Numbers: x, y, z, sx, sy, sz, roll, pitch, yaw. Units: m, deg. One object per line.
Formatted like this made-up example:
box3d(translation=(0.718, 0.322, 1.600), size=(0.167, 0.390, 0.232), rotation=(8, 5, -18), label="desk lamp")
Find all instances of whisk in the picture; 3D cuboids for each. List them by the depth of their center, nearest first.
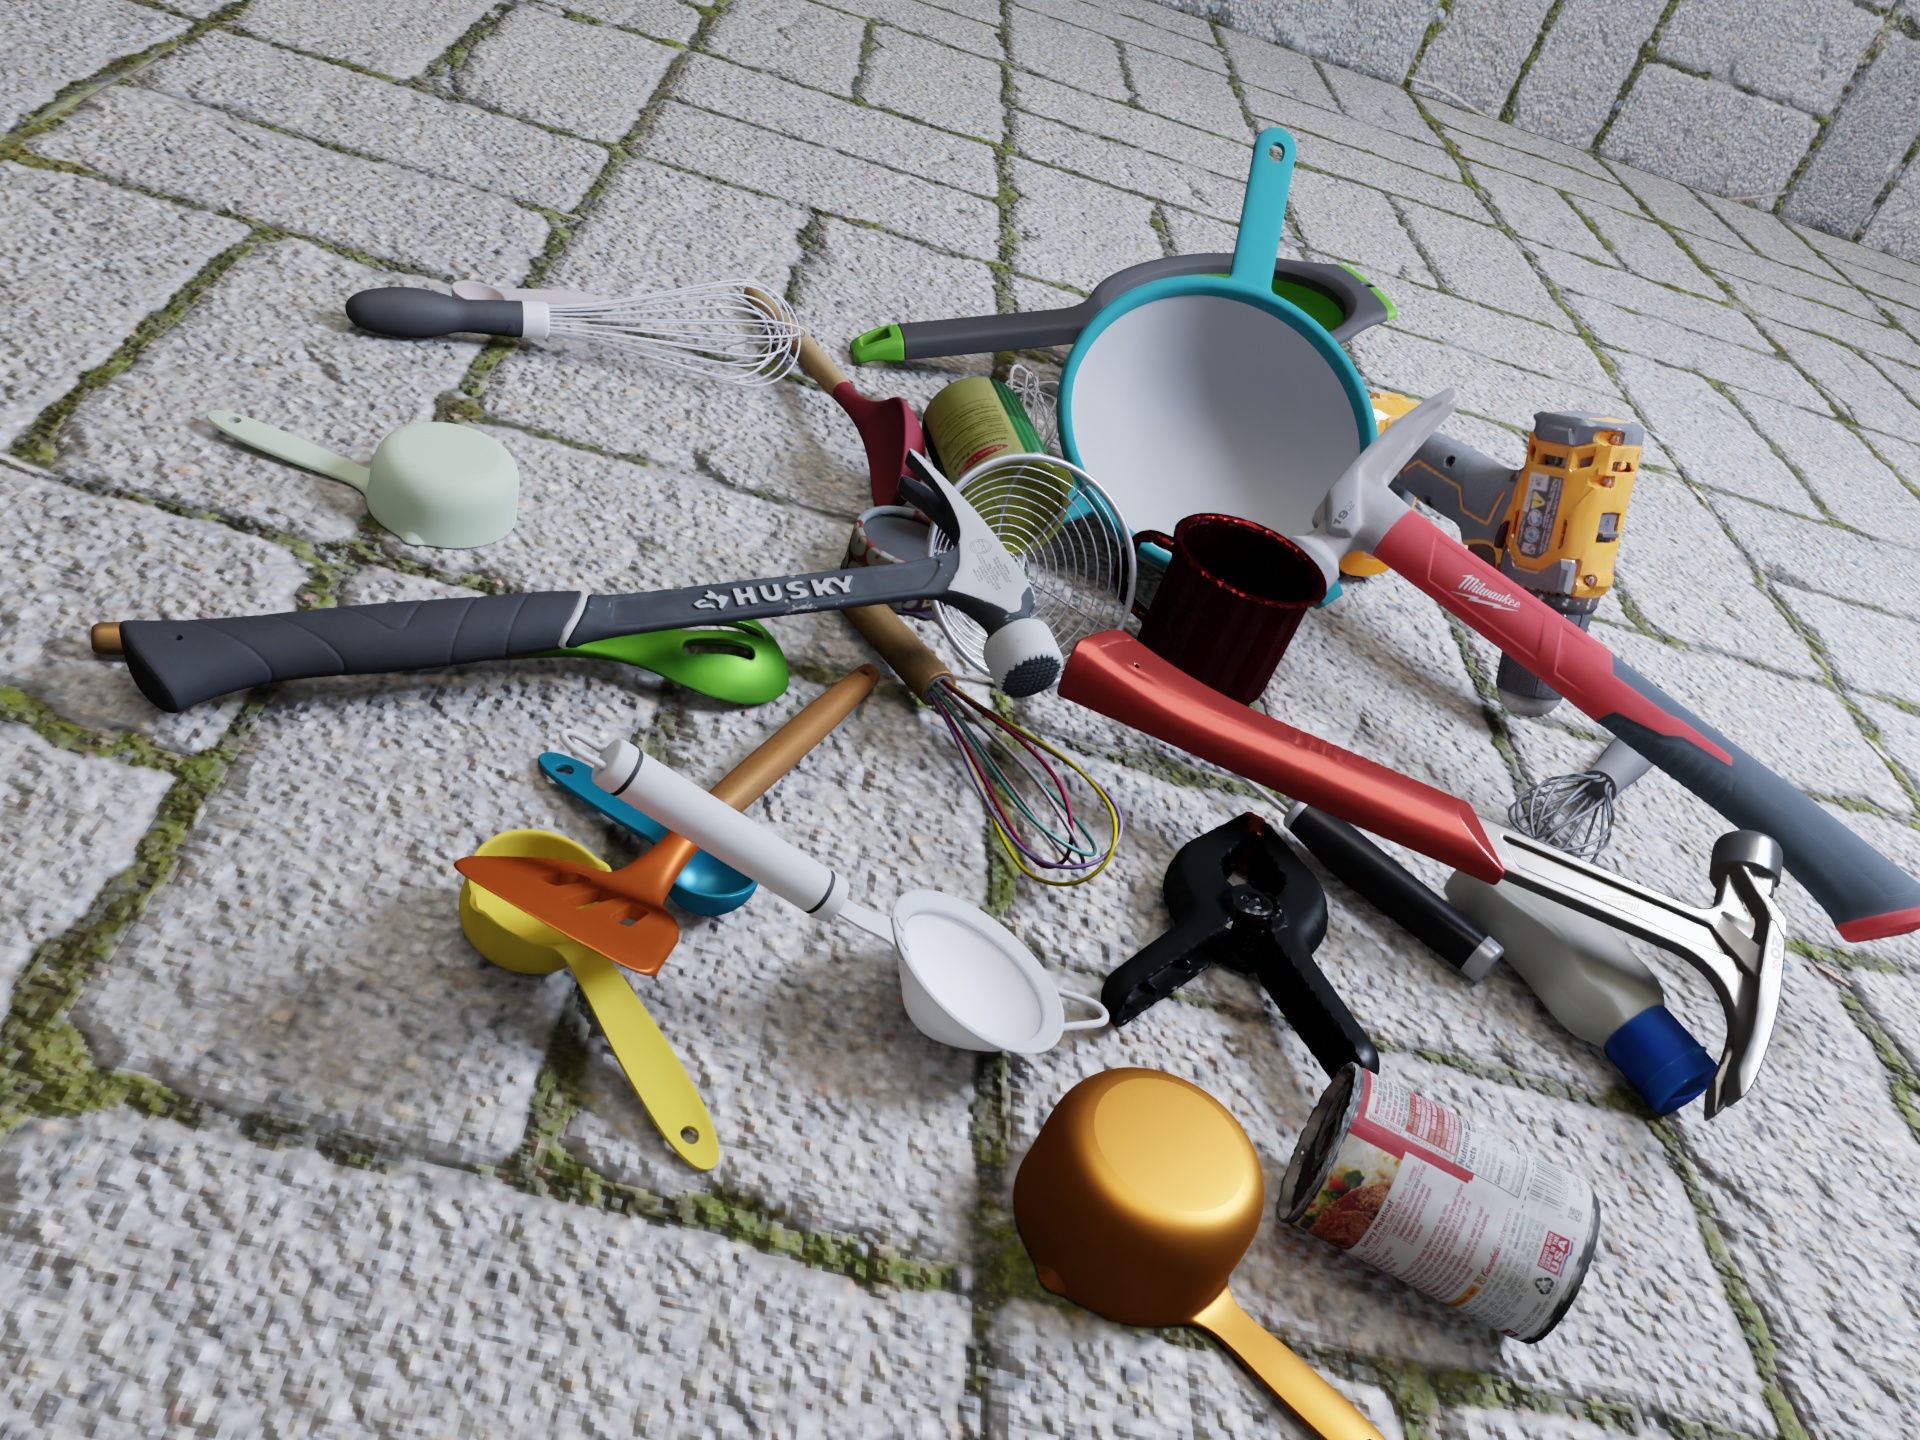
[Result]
box3d(translation=(-0.003, -0.001, 0.801), size=(0.051, 0.047, 0.245), rotation=(4, 32, -42), label="whisk")
box3d(translation=(0.377, 0.037, 0.936), size=(0.055, 0.055, 0.239), rotation=(38, 35, 23), label="whisk")
box3d(translation=(-0.236, -0.251, 1.003), size=(0.284, 0.070, 0.070), rotation=(-2, 41, -22), label="whisk")
box3d(translation=(0.039, -0.161, 1.030), size=(0.059, 0.057, 0.247), rotation=(-12, 37, 16), label="whisk")

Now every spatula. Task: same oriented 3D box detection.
box3d(translation=(-0.096, 0.026, 0.683), size=(0.081, 0.041, 0.323), rotation=(28, 28, 8), label="spatula")

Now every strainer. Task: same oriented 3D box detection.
box3d(translation=(-0.048, 0.072, 0.615), size=(0.258, 0.050, 0.087), rotation=(36, 20, -27), label="strainer")
box3d(translation=(0.169, -0.231, 1.051), size=(0.211, 0.095, 0.340), rotation=(16, 70, -7), label="strainer")

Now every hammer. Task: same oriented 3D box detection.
box3d(translation=(-0.159, -0.053, 0.735), size=(0.408, 0.036, 0.149), rotation=(-8, 55, -23), label="hammer")
box3d(translation=(0.212, 0.051, 0.762), size=(0.359, 0.036, 0.149), rotation=(24, 55, 8), label="hammer")
box3d(translation=(0.366, -0.029, 0.877), size=(0.387, 0.143, 0.038), rotation=(43, 1, 24), label="hammer")

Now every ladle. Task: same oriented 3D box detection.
box3d(translation=(-0.089, -0.226, 1.050), size=(0.031, 0.069, 0.316), rotation=(0, 34, -30), label="ladle")

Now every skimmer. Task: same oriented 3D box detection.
box3d(translation=(0.131, -0.002, 0.824), size=(0.127, 0.090, 0.363), rotation=(-42, 67, -16), label="skimmer")

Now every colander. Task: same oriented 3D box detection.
box3d(translation=(0.118, -0.262, 1.184), size=(0.397, 0.094, 0.205), rotation=(-8, 36, -8), label="colander")

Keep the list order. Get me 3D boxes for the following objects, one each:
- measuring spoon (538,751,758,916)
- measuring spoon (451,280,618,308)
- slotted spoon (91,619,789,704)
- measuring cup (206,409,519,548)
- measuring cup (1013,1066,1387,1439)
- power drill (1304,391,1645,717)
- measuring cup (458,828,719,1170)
box3d(translation=(-0.139, 0.050, 0.686), size=(0.129, 0.021, 0.042), rotation=(30, 30, 28), label="measuring spoon")
box3d(translation=(-0.279, -0.272, 1.047), size=(0.124, 0.018, 0.034), rotation=(-12, 46, -47), label="measuring spoon")
box3d(translation=(-0.227, -0.036, 0.742), size=(0.313, 0.031, 0.070), rotation=(0, 44, -25), label="slotted spoon")
box3d(translation=(-0.311, -0.142, 0.829), size=(0.167, 0.038, 0.083), rotation=(21, 35, -4), label="measuring cup")
box3d(translation=(0.098, 0.196, 0.572), size=(0.174, 0.052, 0.095), rotation=(39, 39, 27), label="measuring cup")
box3d(translation=(0.318, -0.116, 1.024), size=(0.084, 0.185, 0.226), rotation=(-5, 19, -34), label="power drill")
box3d(translation=(-0.139, 0.109, 0.602), size=(0.062, 0.029, 0.157), rotation=(-14, 59, -46), label="measuring cup")
